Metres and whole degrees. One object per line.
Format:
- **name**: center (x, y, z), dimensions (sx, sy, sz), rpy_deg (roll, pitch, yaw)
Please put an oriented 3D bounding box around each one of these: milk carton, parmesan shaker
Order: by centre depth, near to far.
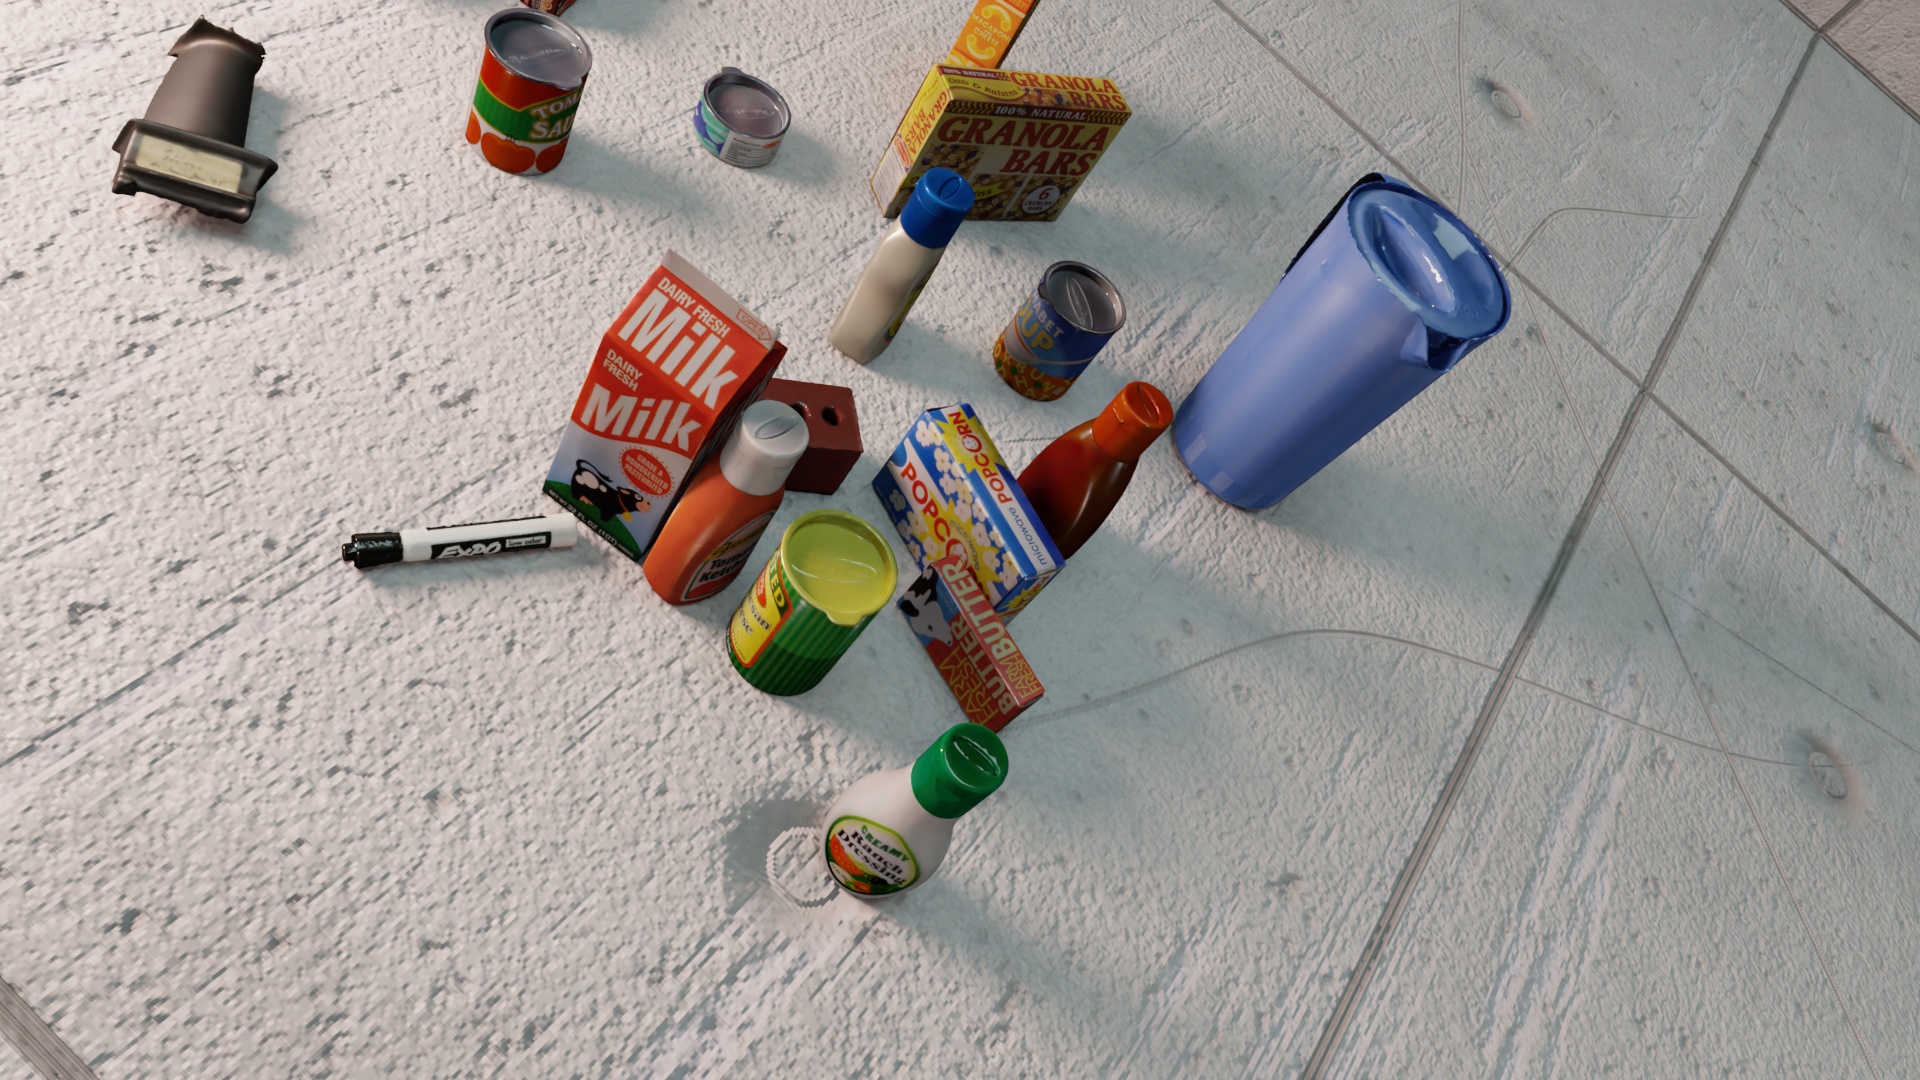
- **milk carton**: center (-0.157, -0.076, 0.751), dimensions (0.072, 0.189, 0.074), rpy_deg (38, 48, -2)
- **parmesan shaker**: center (-0.085, 0.039, 0.772), dimensions (0.071, 0.102, 0.071), rpy_deg (15, 53, -21)

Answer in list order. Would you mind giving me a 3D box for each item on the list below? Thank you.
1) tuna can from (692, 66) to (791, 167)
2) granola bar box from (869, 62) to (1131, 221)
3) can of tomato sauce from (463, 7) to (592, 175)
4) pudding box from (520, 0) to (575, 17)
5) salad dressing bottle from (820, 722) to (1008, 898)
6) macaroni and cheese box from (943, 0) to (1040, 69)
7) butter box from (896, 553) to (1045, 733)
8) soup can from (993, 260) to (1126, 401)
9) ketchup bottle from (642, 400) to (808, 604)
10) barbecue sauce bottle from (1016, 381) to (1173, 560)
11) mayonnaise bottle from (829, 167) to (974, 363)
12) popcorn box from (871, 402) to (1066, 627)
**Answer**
- **tuna can**: center (-0.161, -0.309, 1.014), dimensions (0.071, 0.032, 0.071), rpy_deg (15, 53, -21)
- **granola bar box**: center (0.029, -0.299, 1.055), dimensions (0.166, 0.123, 0.039), rpy_deg (-8, 64, -33)
- **can of tomato sauce**: center (-0.279, -0.287, 0.898), dimensions (0.071, 0.082, 0.071), rpy_deg (15, 53, -21)
- **pudding box**: center (-0.284, -0.422, 1.010), dimensions (0.030, 0.049, 0.084), rpy_deg (30, 49, -9)
- **salad dressing bottle**: center (-0.024, 0.138, 0.709), dimensions (0.064, 0.147, 0.044), rpy_deg (40, 48, 0)
- **macaroni and cheese box**: center (0.029, -0.410, 1.104), dimensions (0.040, 0.165, 0.124), rpy_deg (31, 49, -8)
- **butter box**: center (0.006, 0.064, 0.840), dimensions (0.024, 0.053, 0.103), rpy_deg (-21, 71, -38)
- **soup can**: center (0.068, -0.150, 1.002), dimensions (0.071, 0.083, 0.072), rpy_deg (15, 53, -21)
- **ketchup bottle**: center (-0.126, -0.021, 0.759), dimensions (0.065, 0.148, 0.043), rpy_deg (-31, 78, -40)
- **barbecue sauce bottle**: center (0.082, -0.045, 0.896), dimensions (0.044, 0.147, 0.065), rpy_deg (-7, 63, -33)
- **mayonnaise bottle**: center (-0.038, -0.182, 0.921), dimensions (0.041, 0.147, 0.065), rpy_deg (36, 48, -3)
- **popcorn box**: center (0.003, -0.011, 0.869), dimensions (0.038, 0.084, 0.127), rpy_deg (-17, 69, -37)
